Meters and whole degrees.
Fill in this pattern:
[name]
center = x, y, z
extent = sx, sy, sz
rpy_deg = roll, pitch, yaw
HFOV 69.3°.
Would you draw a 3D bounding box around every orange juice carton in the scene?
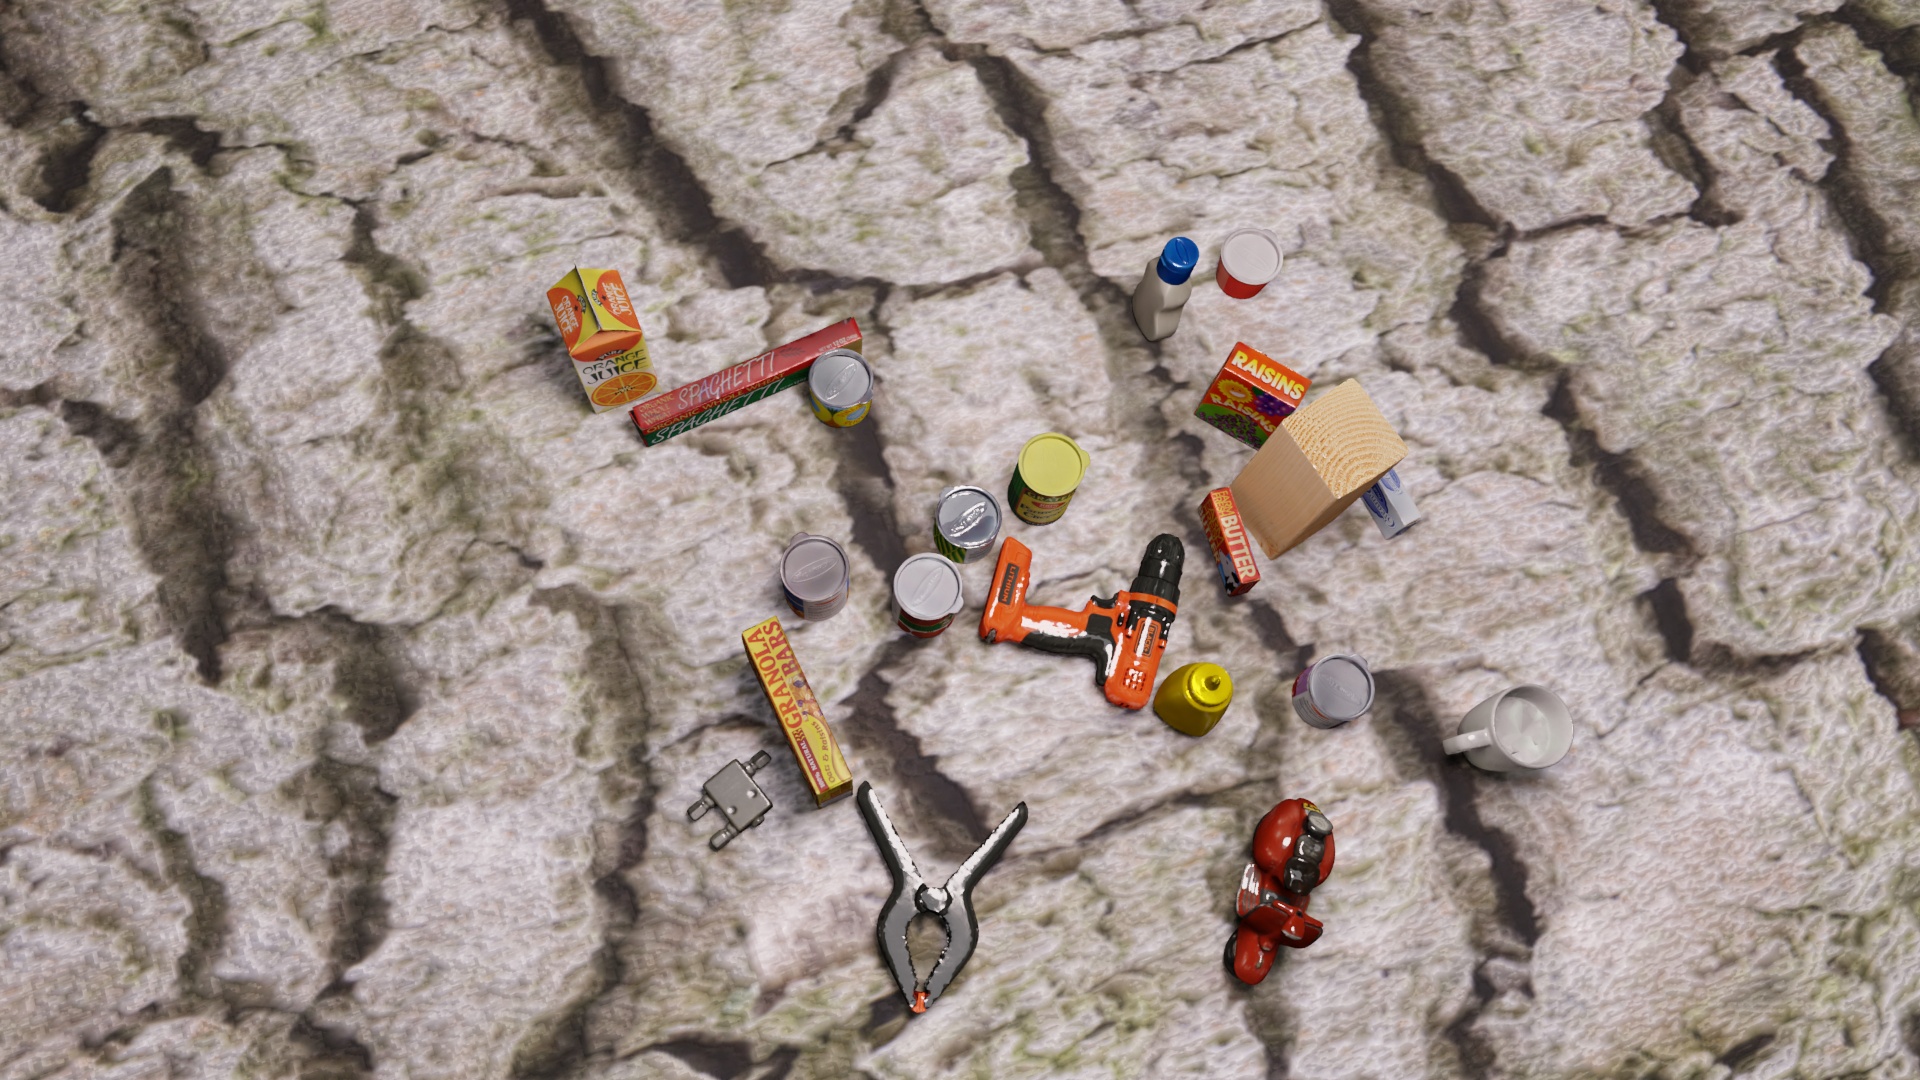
[orange juice carton]
center = -0.350, -0.200, 1.360
extent = 0.073, 0.192, 0.072
rpy_deg = -21, 76, -10

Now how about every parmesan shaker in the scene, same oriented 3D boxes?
[parmesan shaker]
center = 0.088, -0.060, 1.399
extent = 0.071, 0.102, 0.071
rpy_deg = 1, 73, -4

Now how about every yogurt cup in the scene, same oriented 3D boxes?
[yogurt cup]
center = 0.313, -0.300, 1.520
extent = 0.072, 0.053, 0.072
rpy_deg = 1, 73, -4

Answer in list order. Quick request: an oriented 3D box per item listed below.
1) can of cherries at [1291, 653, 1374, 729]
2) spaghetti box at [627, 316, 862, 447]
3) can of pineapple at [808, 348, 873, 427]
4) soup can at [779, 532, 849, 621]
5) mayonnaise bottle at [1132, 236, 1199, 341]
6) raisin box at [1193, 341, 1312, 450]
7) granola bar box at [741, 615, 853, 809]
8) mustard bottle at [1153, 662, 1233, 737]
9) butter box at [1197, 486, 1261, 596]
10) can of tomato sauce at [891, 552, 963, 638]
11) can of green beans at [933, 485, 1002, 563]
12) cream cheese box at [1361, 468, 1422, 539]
[can of cherries]
center = 0.371, 0.149, 1.379
extent = 0.071, 0.058, 0.071
rpy_deg = 1, 73, -4
[spaghetti box]
center = -0.218, -0.164, 1.434
extent = 0.251, 0.050, 0.029
rpy_deg = -25, 76, -12
[can of pineapple]
center = -0.123, -0.155, 1.435
extent = 0.071, 0.057, 0.071
rpy_deg = 1, 73, -4
[soup can]
center = -0.143, 0.036, 1.359
extent = 0.071, 0.083, 0.071
rpy_deg = 1, 73, -4
[mayonnaise bottle]
center = 0.215, -0.265, 1.451
extent = 0.041, 0.147, 0.065
rpy_deg = -17, 75, -9
[raisin box]
center = 0.300, -0.147, 1.434
extent = 0.086, 0.123, 0.040
rpy_deg = 31, 73, 5
[granola bar box]
center = -0.152, 0.164, 1.296
extent = 0.039, 0.124, 0.166
rpy_deg = -25, 76, -11
[mustard bottle]
center = 0.227, 0.146, 1.315
extent = 0.065, 0.159, 0.049
rpy_deg = 34, 73, 6
[butter box]
center = 0.274, 0.001, 1.421
extent = 0.024, 0.053, 0.103
rpy_deg = -14, 74, -9
[can of tomato sauce]
center = -0.032, 0.056, 1.362
extent = 0.071, 0.083, 0.071
rpy_deg = 1, 73, -4
[can of green beans]
center = 0.006, -0.016, 1.401
extent = 0.071, 0.057, 0.071
rpy_deg = 1, 73, -4
[cream cheese box]
center = 0.438, -0.055, 1.453
extent = 0.024, 0.053, 0.104
rpy_deg = -24, 76, -11
